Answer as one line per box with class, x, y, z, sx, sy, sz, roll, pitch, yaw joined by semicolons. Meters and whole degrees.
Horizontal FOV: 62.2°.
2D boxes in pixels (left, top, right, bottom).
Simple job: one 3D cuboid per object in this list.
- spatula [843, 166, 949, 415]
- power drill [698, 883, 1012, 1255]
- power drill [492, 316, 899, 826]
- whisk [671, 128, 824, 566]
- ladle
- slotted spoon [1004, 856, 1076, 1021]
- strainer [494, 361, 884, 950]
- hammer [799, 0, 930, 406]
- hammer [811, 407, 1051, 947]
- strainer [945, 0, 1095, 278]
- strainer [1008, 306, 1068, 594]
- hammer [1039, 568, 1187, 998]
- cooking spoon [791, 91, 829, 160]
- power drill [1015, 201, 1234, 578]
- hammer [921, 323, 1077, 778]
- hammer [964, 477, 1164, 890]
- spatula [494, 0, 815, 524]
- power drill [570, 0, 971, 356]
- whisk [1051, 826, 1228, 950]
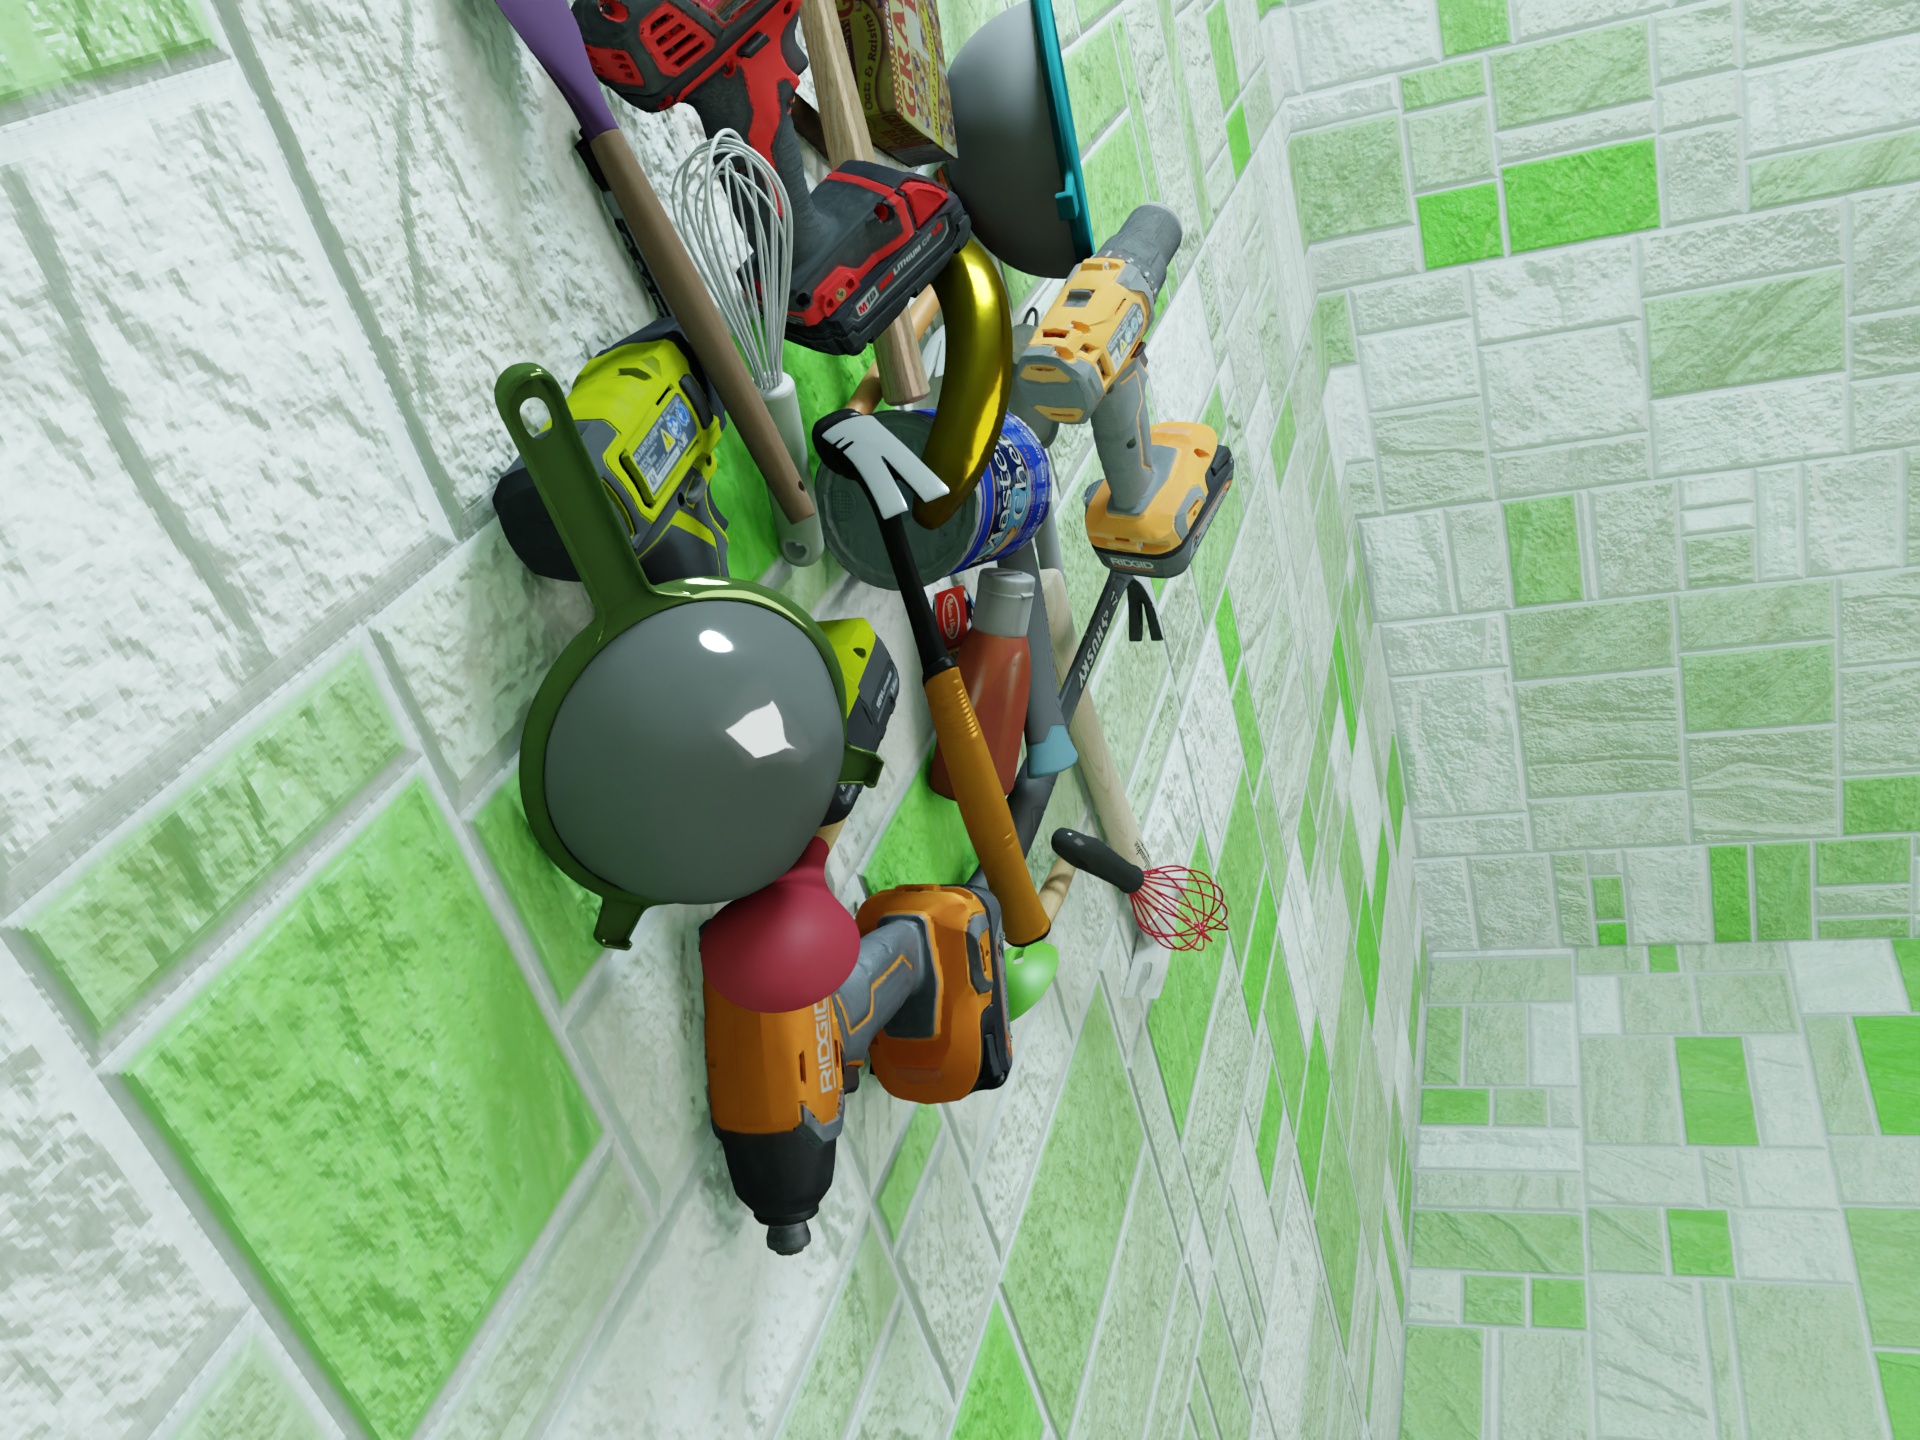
spatula;-0.033;-0.269;1.056;0.081;0.041;0.323;66;33;-35
power drill;-0.053;0.171;0.834;0.226;0.084;0.164;-3;88;-63
power drill;-0.112;-0.068;0.747;0.171;0.080;0.223;-70;144;-46
whisk;-0.097;-0.175;0.798;0.246;0.058;0.059;83;18;-45
ladle;-0.068;0.056;0.802;0.315;0.069;0.031;-75;172;-71
slotted spoon;0.056;0.139;1.130;0.031;0.070;0.314;60;17;-5
strainer;-0.114;-0.020;0.629;0.151;0.069;0.256;-33;128;-19
hammer;-0.068;-0.349;0.925;0.130;0.031;0.331;-48;128;-60
hammer;-0.001;-0.003;0.875;0.127;0.034;0.336;50;-18;56
strainer;0.027;-0.474;1.157;0.211;0.095;0.340;28;51;-79
strainer;0.057;-0.187;1.232;0.087;0.050;0.258;40;-32;54
hammer;0.117;0.053;1.328;0.146;0.038;0.410;-68;145;-46
cooking spoon;-0.091;-0.354;0.934;0.318;0.017;0.069;17;69;-66
power drill;0.129;-0.236;1.137;0.185;0.084;0.225;-60;142;-26
hammer;0.037;-0.124;1.098;0.128;0.033;0.331;-2;80;-51
hammer;0.075;0.001;1.179;0.149;0.036;0.409;64;37;-38
spatula;-0.142;-0.228;0.685;0.316;0.018;0.060;63;27;-9
power drill;-0.086;-0.306;0.800;0.143;0.079;0.219;-49;140;-14
whisk;0.144;0.131;1.264;0.295;0.073;0.073;33;55;-55
